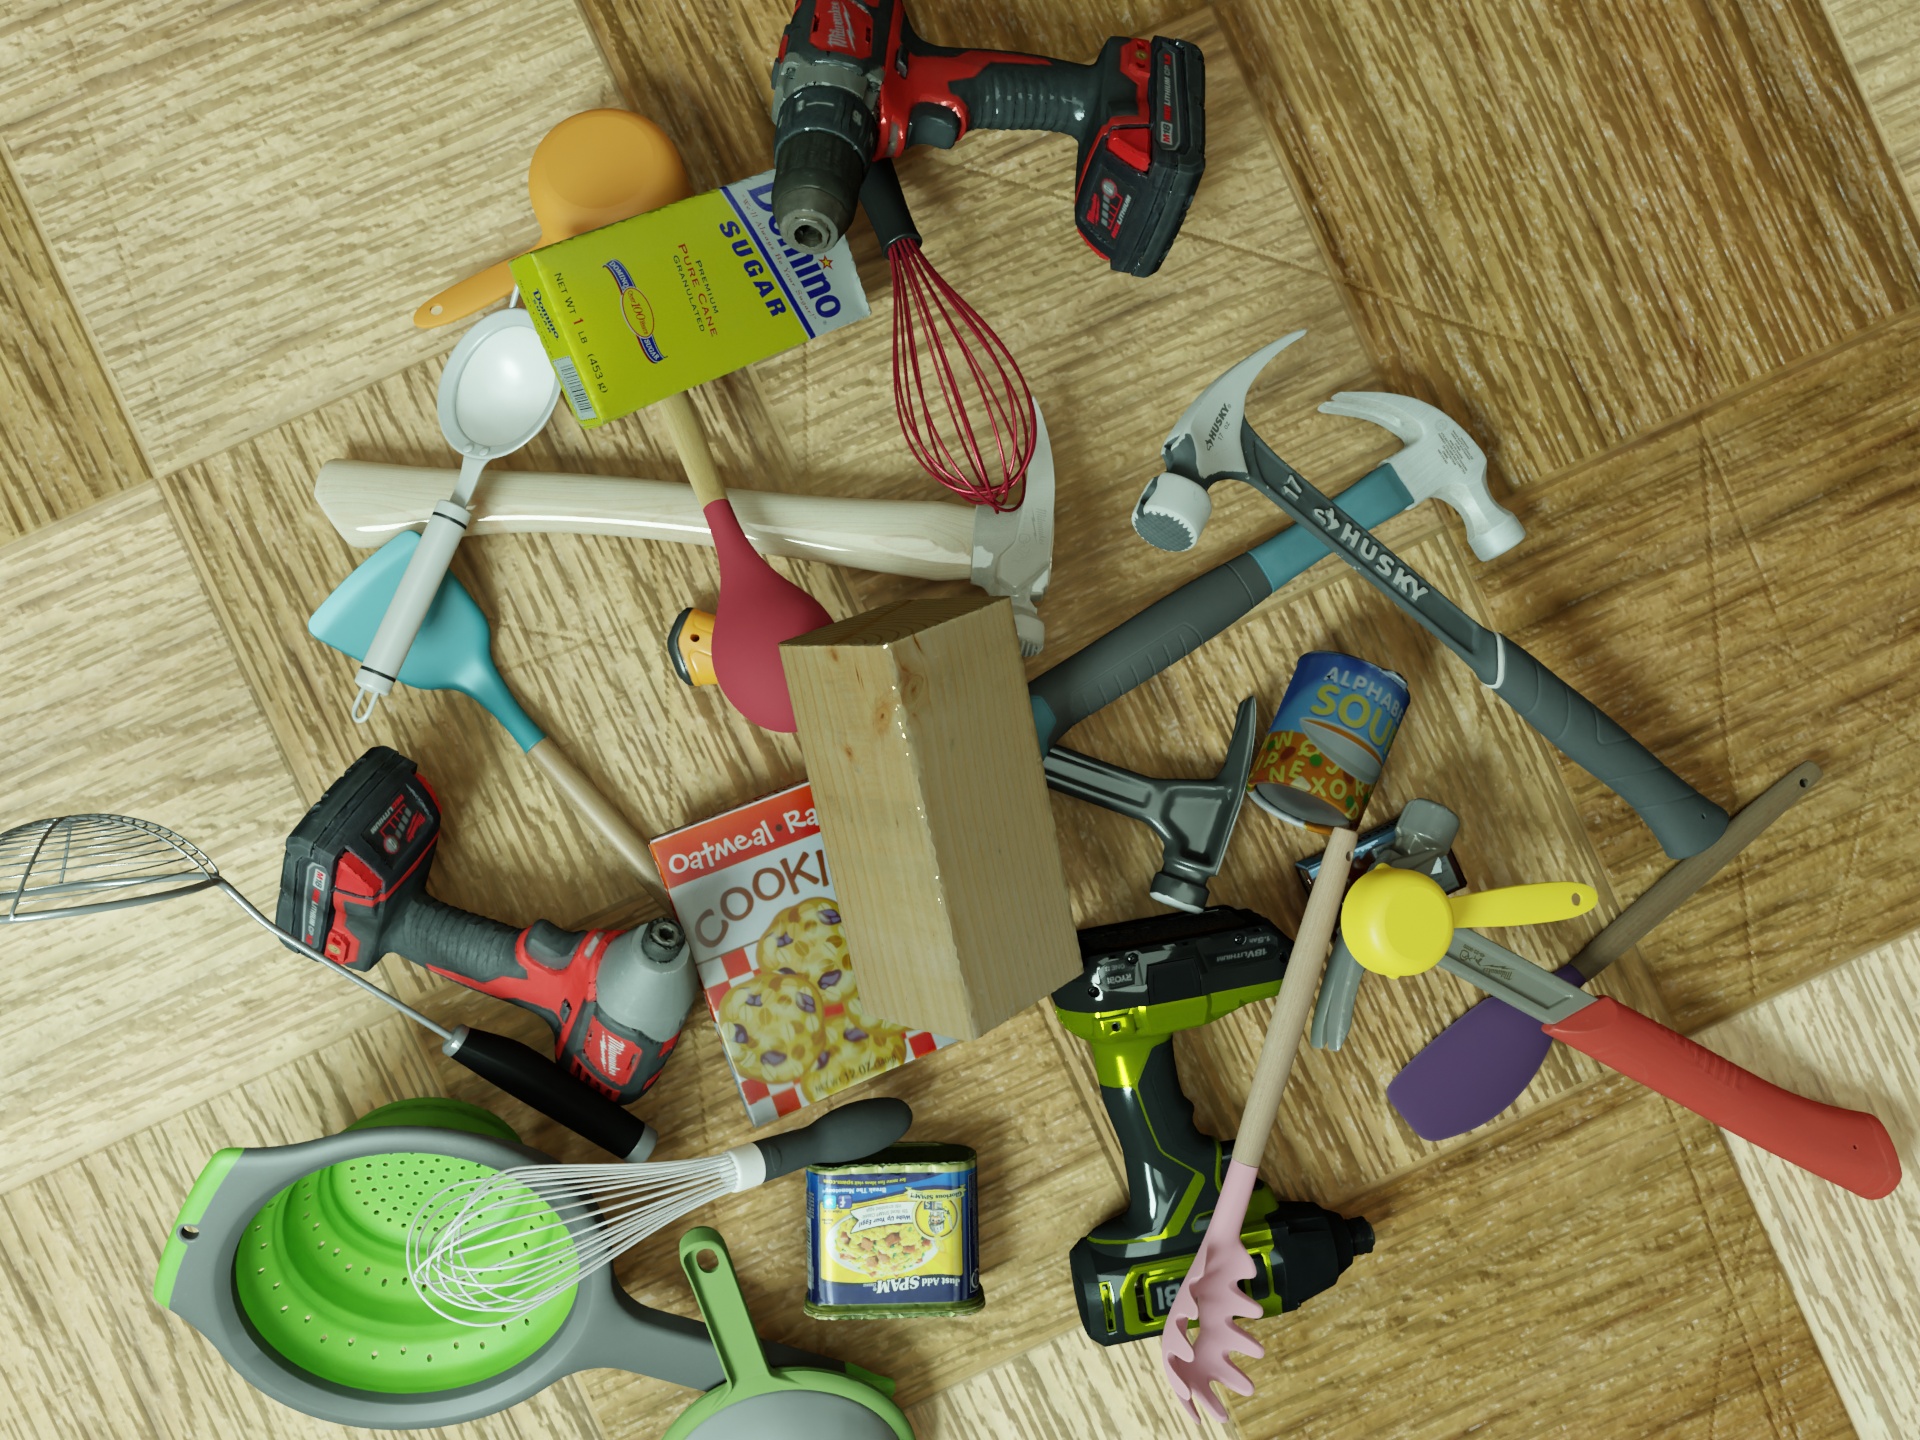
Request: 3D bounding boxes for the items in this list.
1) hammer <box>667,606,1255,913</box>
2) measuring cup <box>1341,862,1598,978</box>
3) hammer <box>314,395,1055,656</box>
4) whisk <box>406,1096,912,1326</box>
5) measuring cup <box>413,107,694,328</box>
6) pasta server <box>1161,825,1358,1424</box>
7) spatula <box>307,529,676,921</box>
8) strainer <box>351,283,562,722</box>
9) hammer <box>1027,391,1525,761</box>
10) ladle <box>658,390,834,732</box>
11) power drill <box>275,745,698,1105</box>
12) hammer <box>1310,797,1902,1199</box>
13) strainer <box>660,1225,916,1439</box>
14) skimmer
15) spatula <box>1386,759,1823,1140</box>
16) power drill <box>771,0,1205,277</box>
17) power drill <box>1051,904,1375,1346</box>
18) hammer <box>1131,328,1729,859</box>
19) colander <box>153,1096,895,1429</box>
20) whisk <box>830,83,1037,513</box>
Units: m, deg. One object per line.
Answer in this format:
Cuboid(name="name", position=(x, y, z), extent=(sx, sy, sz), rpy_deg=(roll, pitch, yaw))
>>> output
Cuboid(name="hammer", position=(-0.001, -0.003, 0.904), extent=(0.337, 0.034, 0.127), rpy_deg=(19, 84, 0))
Cuboid(name="measuring cup", position=(0.279, 0.102, 0.847), extent=(0.156, 0.029, 0.062), rpy_deg=(-5, 87, -15))
Cuboid(name="hammer", position=(-0.152, -0.125, 0.895), extent=(0.410, 0.038, 0.146), rpy_deg=(5, 76, 1))
Cuboid(name="whisk", position=(-0.138, 0.237, 0.808), extent=(0.284, 0.070, 0.070), rpy_deg=(-7, 91, -38))
Cuboid(name="measuring cup", position=(-0.229, -0.271, 0.872), extent=(0.173, 0.052, 0.095), rpy_deg=(-33, 75, -11))
Cuboid(name="pasta server", position=(0.165, 0.210, 0.841), extent=(0.060, 0.040, 0.316), rpy_deg=(18, 89, -40))
Cuboid(name="spatula", position=(-0.225, 0.035, 0.895), extent=(0.082, 0.044, 0.317), rpy_deg=(-42, 93, 2))
Cuboid(name="strainer", position=(-0.269, -0.117, 0.855), extent=(0.087, 0.050, 0.258), rpy_deg=(17, 80, 28))
Cuboid(name="hammer", position=(0.156, -0.074, 0.889), extent=(0.331, 0.033, 0.128), rpy_deg=(-32, 90, -11))
Cuboid(name="ladle", position=(-0.141, -0.139, 0.868), extent=(0.069, 0.031, 0.316), rpy_deg=(-21, 74, -9))
Cuboid(name="power drill", position=(-0.244, 0.113, 0.850), extent=(0.219, 0.079, 0.143), rpy_deg=(29, 134, -2))
Cuboid(name="hammer", position=(0.372, 0.189, 0.892), extent=(0.359, 0.036, 0.149), rpy_deg=(28, 77, -9))
Cuboid(name="strainer", position=(-0.104, 0.385, 0.843), extent=(0.151, 0.069, 0.256), rpy_deg=(-15, 114, -3))
Cuboid(name="skimmer", position=(-0.325, 0.156, 0.805), extent=(0.363, 0.127, 0.090), rpy_deg=(36, 78, -18))
Cuboid(name="spatula", position=(0.381, 0.132, 0.927), extent=(0.316, 0.018, 0.060), rpy_deg=(-41, 94, 0))
Cuboid(name="power drill", position=(0.010, -0.305, 0.841), extent=(0.226, 0.080, 0.188), rpy_deg=(10, 59, -9))
Cuboid(name="power drill", position=(0.138, 0.224, 0.893), extent=(0.171, 0.080, 0.223), rpy_deg=(-9, 94, -7))
Cuboid(name="hammer", position=(0.277, -0.049, 0.868), extent=(0.408, 0.036, 0.149), rpy_deg=(35, 65, -16))
Cuboid(name="colander", position=(-0.219, 0.303, 0.879), extent=(0.396, 0.095, 0.204), rpy_deg=(24, 109, -20))
Cuboid(name="whisk", position=(-0.025, -0.243, 0.871), extent=(0.073, 0.073, 0.296), rpy_deg=(-20, 75, -2))
